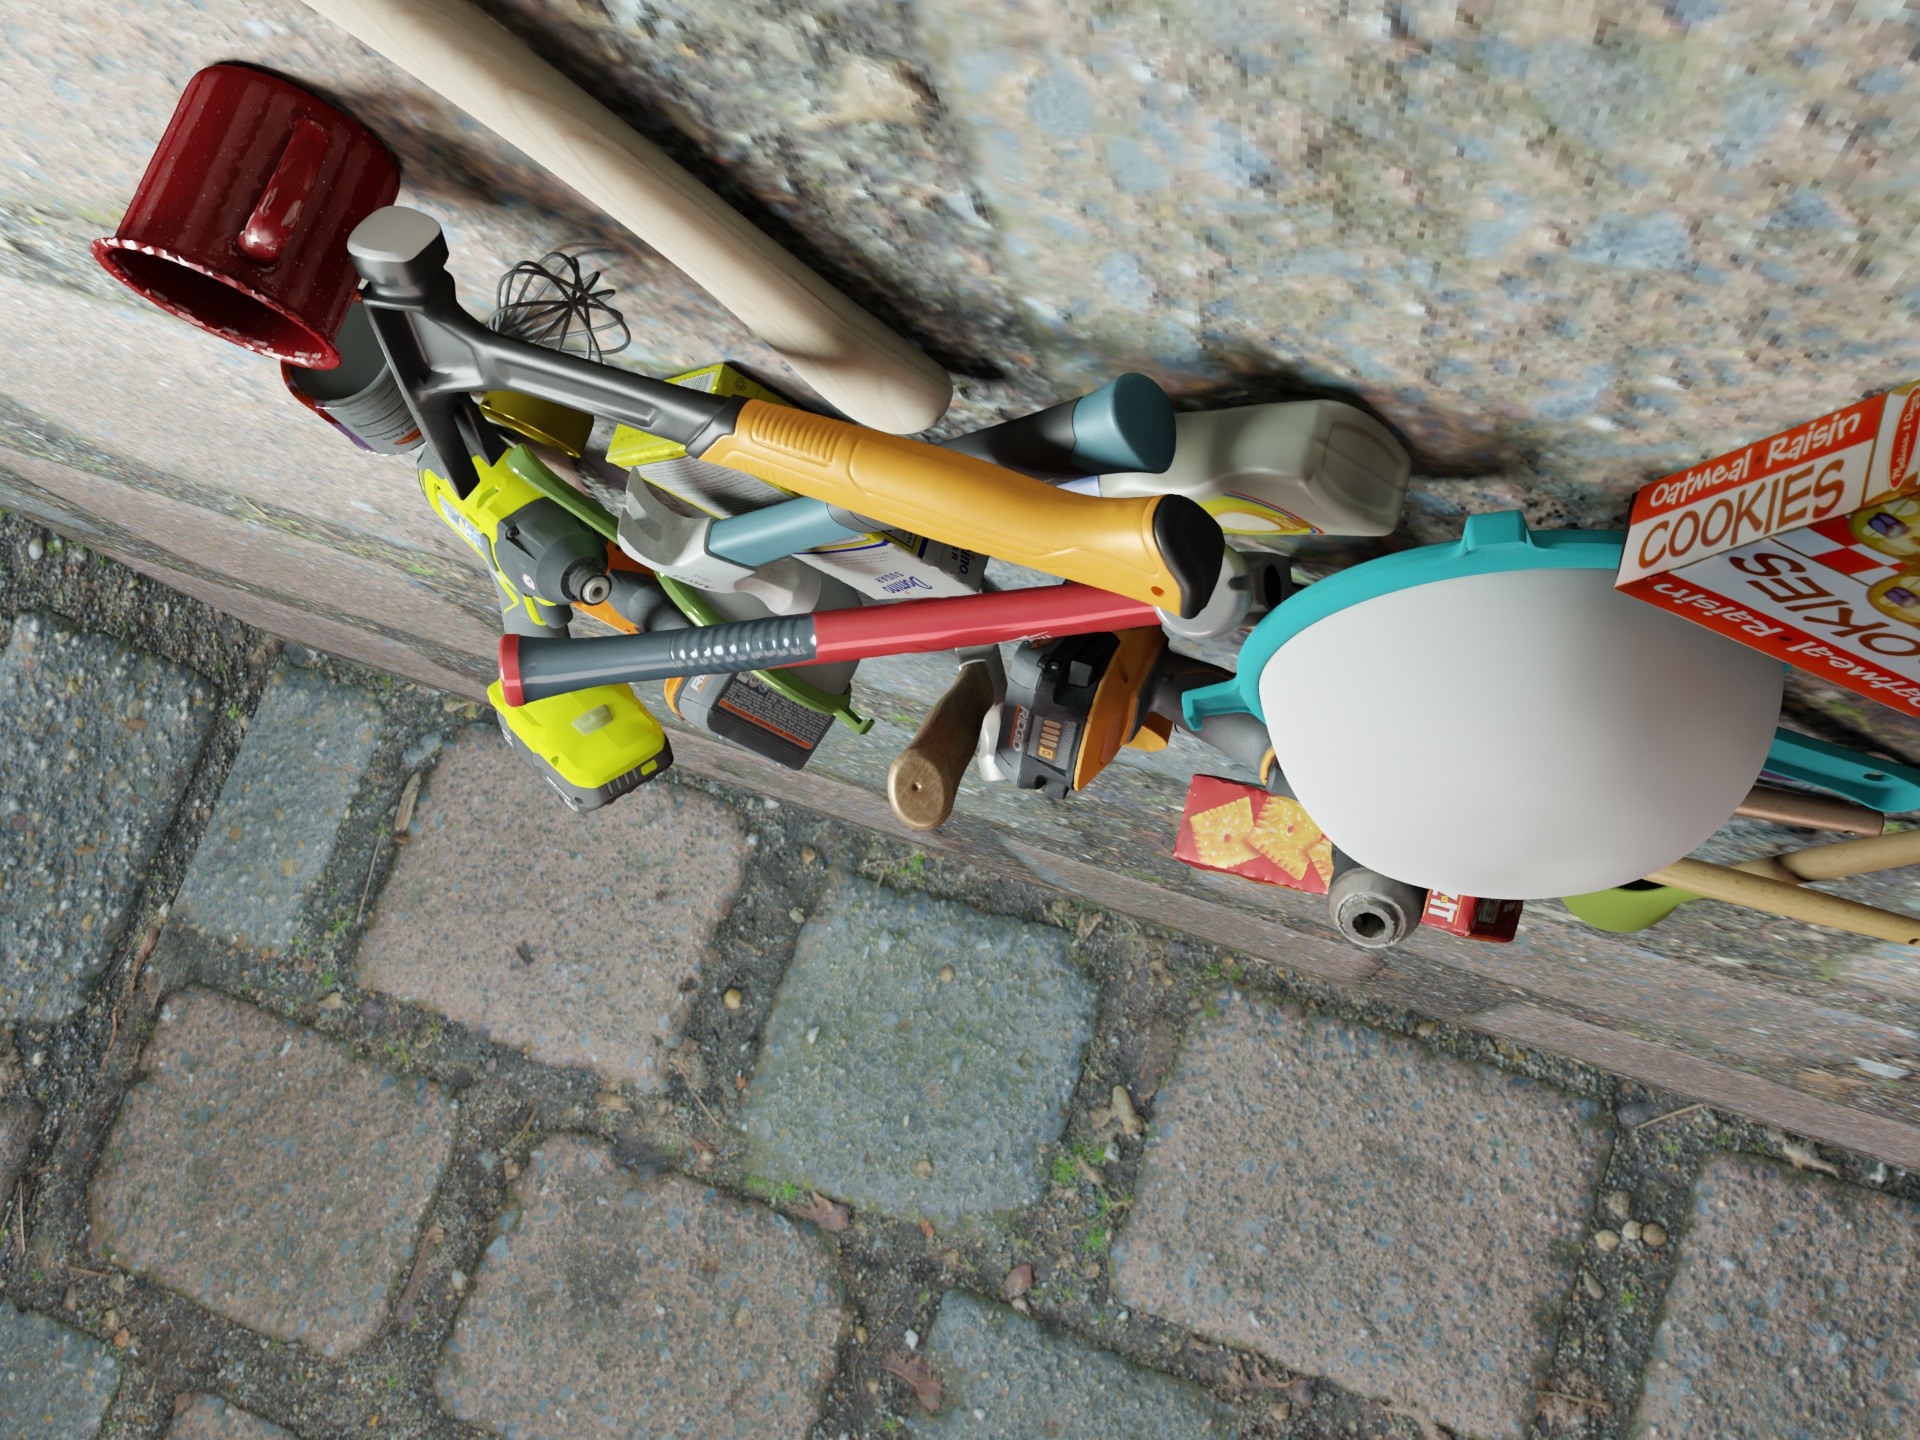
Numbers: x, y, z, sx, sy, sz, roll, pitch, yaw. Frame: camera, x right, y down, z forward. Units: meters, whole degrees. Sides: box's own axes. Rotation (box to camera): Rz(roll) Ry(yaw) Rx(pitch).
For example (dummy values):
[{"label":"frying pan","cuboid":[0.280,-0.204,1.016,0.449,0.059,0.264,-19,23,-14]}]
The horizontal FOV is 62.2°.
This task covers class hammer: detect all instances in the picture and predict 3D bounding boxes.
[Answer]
[{"label":"hammer","cuboid":[-0.035,-0.091,0.664,0.128,0.033,0.331,17,166,-36]},{"label":"hammer","cuboid":[-0.067,-0.095,0.585,0.337,0.034,0.127,19,147,17]},{"label":"hammer","cuboid":[-0.136,-0.196,0.484,0.146,0.038,0.410,8,166,44]},{"label":"hammer","cuboid":[-0.001,-0.003,0.824,0.031,0.130,0.331,-12,-172,8]},{"label":"hammer","cuboid":[-0.043,-0.040,0.733,0.386,0.038,0.143,-5,-179,23]}]

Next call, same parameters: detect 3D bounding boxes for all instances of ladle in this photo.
[{"label":"ladle","cuboid":[0.358,0.074,0.852,0.315,0.031,0.069,15,143,12]},{"label":"ladle","cuboid":[0.442,0.076,0.892,0.078,0.062,0.320,17,164,-9]}]

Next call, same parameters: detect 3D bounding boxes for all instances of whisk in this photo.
[{"label":"whisk","cuboid":[-0.204,-0.173,0.728,0.055,0.055,0.239,25,173,-29]}]

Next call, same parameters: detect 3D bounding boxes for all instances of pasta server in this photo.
[{"label":"pasta server","cuboid":[0.307,0.015,0.832,0.316,0.040,0.060,11,168,20]}]

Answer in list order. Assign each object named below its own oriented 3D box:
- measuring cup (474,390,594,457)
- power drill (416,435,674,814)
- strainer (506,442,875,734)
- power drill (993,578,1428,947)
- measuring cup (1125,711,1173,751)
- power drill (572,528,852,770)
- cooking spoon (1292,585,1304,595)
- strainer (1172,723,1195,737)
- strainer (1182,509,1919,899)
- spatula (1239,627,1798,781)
[{"label":"measuring cup","cuboid":[-0.251,-0.178,0.868,0.062,0.029,0.157,27,179,-45]},{"label":"power drill","cuboid":[-0.251,-0.055,0.987,0.171,0.080,0.223,39,149,35]},{"label":"strainer","cuboid":[-0.140,-0.100,0.919,0.256,0.069,0.152,36,-168,-39]},{"label":"power drill","cuboid":[0.133,0.018,0.770,0.226,0.185,0.084,18,126,12]},{"label":"measuring cup","cuboid":[0.068,-0.024,1.002,0.095,0.052,0.174,25,171,-33]},{"label":"power drill","cuboid":[-0.179,-0.055,1.113,0.227,0.084,0.164,35,-177,39]},{"label":"cooking spoon","cuboid":[0.161,-0.053,0.749,0.319,0.017,0.068,16,171,14]},{"label":"strainer","cuboid":[0.218,0.020,0.988,0.259,0.050,0.086,18,164,44]},{"label":"strainer","cuboid":[0.271,0.029,0.637,0.340,0.095,0.211,14,156,-22]},{"label":"spatula","cuboid":[0.248,-0.018,0.774,0.316,0.018,0.060,18,-178,7]}]
